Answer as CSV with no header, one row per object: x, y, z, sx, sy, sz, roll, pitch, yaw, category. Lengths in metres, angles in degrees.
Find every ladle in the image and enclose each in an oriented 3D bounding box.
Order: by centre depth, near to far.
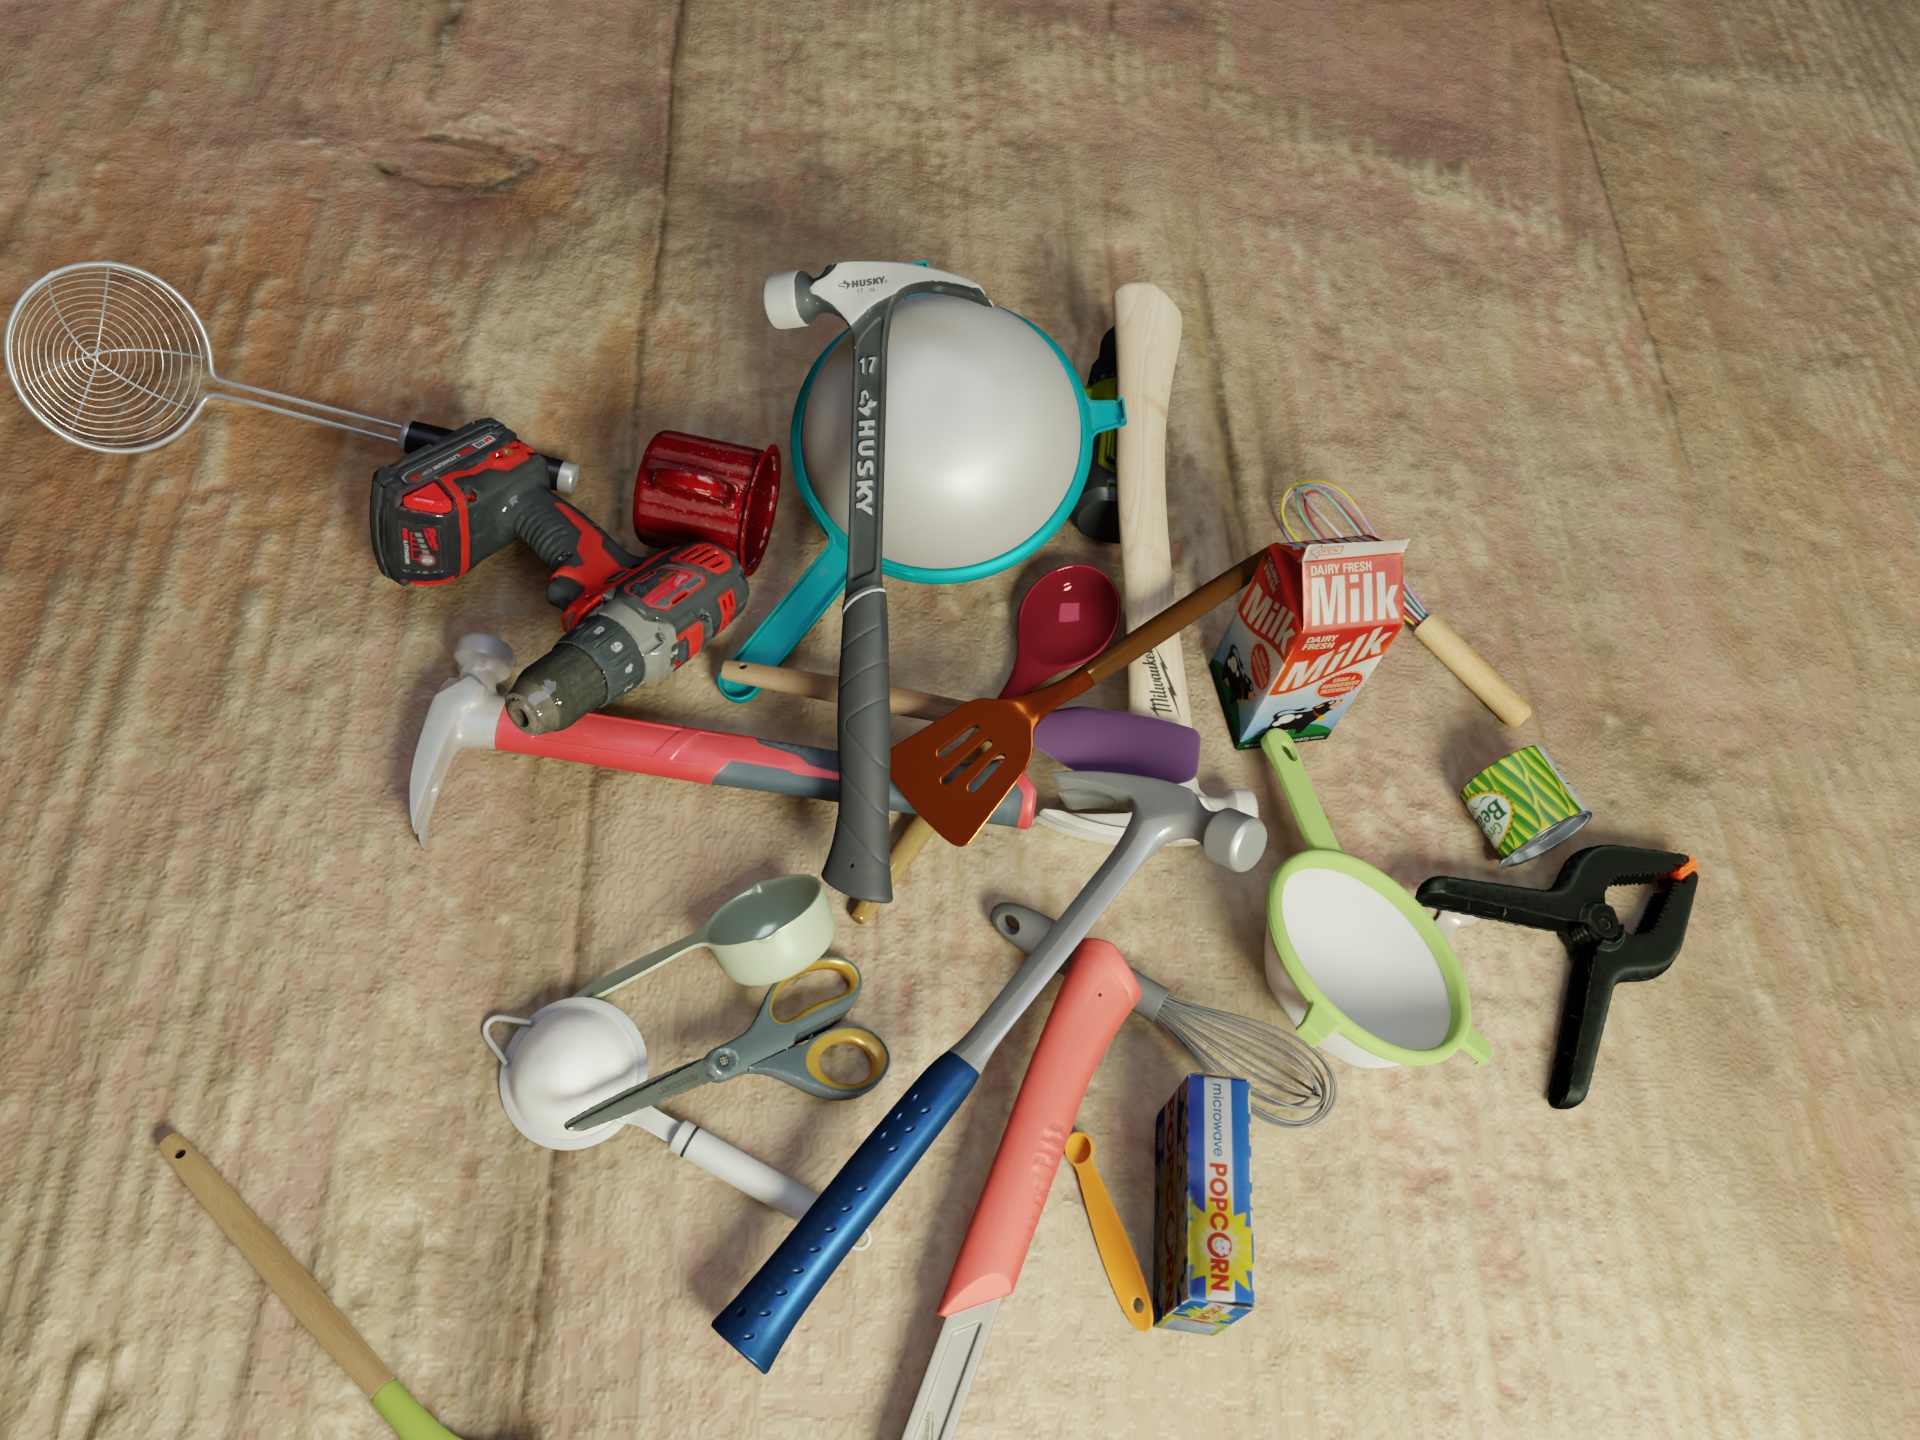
-0.313,0.320,0.813,0.320,0.062,0.078,40,59,17,ladle
0.016,0.012,1.070,0.069,0.031,0.315,30,61,11,ladle

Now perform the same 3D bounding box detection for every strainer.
-0.163,0.232,0.902,0.258,0.050,0.087,28,75,4,strainer
0.226,0.120,1.020,0.151,0.069,0.257,12,44,-28,strainer
-0.054,-0.155,1.057,0.211,0.095,0.340,37,81,8,strainer

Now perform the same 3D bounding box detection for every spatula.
-0.002,-0.003,1.032,0.316,0.018,0.060,11,52,4,spatula
0.096,-0.035,1.034,0.322,0.041,0.081,-33,67,-25,spatula

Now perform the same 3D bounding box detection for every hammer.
0.012,0.283,0.882,0.149,0.036,0.359,22,65,3,hammer
0.005,0.184,0.904,0.144,0.035,0.405,22,62,42,hammer
-0.054,-0.092,0.984,0.149,0.036,0.409,-3,80,18,hammer
-0.146,0.039,1.005,0.386,0.038,0.143,9,60,0,hammer
0.120,-0.116,1.103,0.146,0.038,0.411,2,73,-9,hammer

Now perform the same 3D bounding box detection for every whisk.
0.121,0.178,0.982,0.239,0.055,0.055,29,59,13,whisk
0.331,-0.091,1.178,0.047,0.051,0.245,-32,72,-31,whisk

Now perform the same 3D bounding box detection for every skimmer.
-0.447,-0.213,1.087,0.363,0.090,0.127,14,90,-4,skimmer

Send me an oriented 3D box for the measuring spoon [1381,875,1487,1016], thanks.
0.312,0.147,1.045,0.034,0.018,0.124,37,61,12,measuring spoon

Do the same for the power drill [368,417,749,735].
-0.273,-0.088,1.015,0.227,0.080,0.188,30,45,17,power drill

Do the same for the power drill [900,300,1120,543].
0.043,-0.241,1.197,0.228,0.080,0.191,11,60,-7,power drill

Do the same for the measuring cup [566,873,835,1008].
-0.153,0.147,0.952,0.167,0.083,0.038,-25,110,-2,measuring cup

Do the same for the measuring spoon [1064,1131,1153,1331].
0.088,0.295,0.921,0.011,0.021,0.117,17,45,-53,measuring spoon
